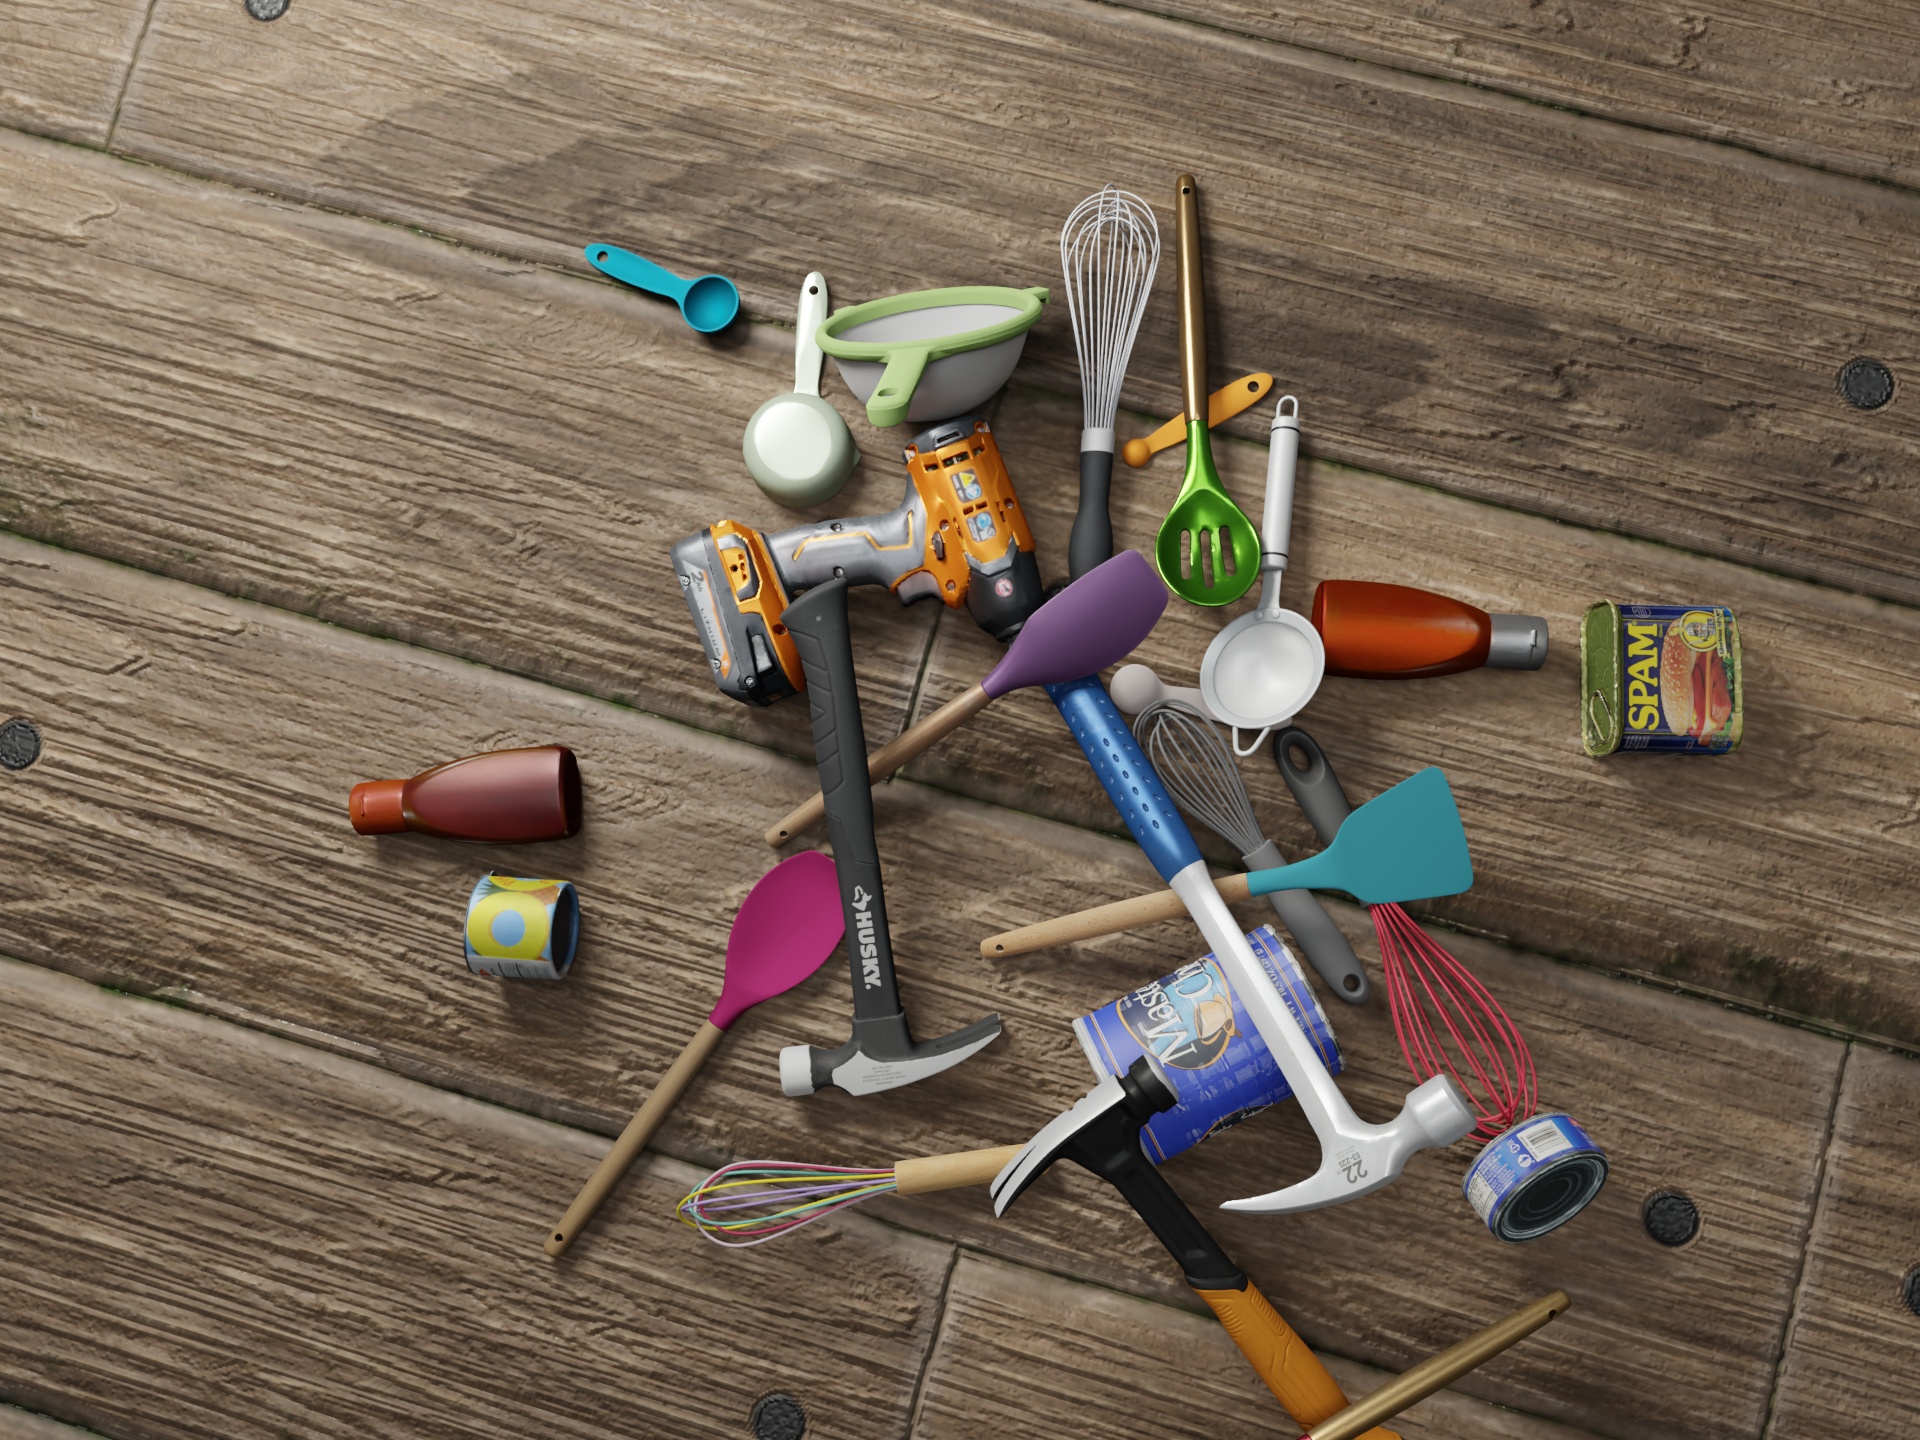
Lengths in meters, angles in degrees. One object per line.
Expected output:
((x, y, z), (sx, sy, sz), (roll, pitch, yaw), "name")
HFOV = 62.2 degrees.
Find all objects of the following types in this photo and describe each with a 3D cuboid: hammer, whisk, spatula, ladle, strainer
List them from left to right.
((-0.063, 0.076, 1.018), (0.146, 0.035, 0.334), (-7, 100, 0), "hammer")
((-0.063, 0.304, 1.040), (0.245, 0.051, 0.047), (-8, 105, -2), "whisk")
((-0.024, -0.212, 1.011), (0.151, 0.256, 0.069), (-3, 119, 10), "strainer")
((-0.002, -0.003, 1.039), (0.316, 0.018, 0.059), (-34, 105, 14), "spatula")
((0.096, -0.220, 1.079), (0.070, 0.070, 0.284), (4, 89, 4), "whisk")
((0.137, 0.104, 0.965), (0.144, 0.035, 0.406), (-36, 57, 13), "hammer")
((0.163, 0.110, 1.022), (0.317, 0.044, 0.082), (-16, 97, 18), "spatula")
((0.162, 0.360, 0.965), (0.127, 0.034, 0.336), (-38, 104, 2), "hammer")
((0.193, 0.088, 1.043), (0.055, 0.055, 0.239), (-36, 88, -1), "whisk")
((0.210, -0.097, 1.062), (0.087, 0.050, 0.258), (0, 76, 34), "strainer")
((0.234, 0.424, 0.958), (0.315, 0.031, 0.069), (-25, 102, -9), "ladle")
((0.281, 0.134, 1.029), (0.073, 0.073, 0.296), (-27, 77, 0), "whisk")

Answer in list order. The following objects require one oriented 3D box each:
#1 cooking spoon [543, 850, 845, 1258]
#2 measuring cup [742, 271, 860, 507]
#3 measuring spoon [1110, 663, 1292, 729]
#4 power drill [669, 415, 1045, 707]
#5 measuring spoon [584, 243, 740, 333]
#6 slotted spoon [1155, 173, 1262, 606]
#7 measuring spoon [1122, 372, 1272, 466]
((-0.178, 0.224, 1.062), (0.069, 0.017, 0.319), (36, 86, 7), "cooking spoon")
((-0.109, -0.232, 1.095), (0.083, 0.038, 0.167), (4, 86, 4), "measuring cup")
((0.162, -0.013, 1.068), (0.124, 0.018, 0.034), (12, 85, 4), "measuring spoon")
((-0.059, -0.087, 1.054), (0.226, 0.084, 0.164), (-21, 83, 1), "power drill")
((-0.210, -0.307, 1.124), (0.129, 0.021, 0.042), (27, 87, 15), "measuring spoon")
((0.161, -0.225, 1.078), (0.070, 0.031, 0.314), (-2, 78, 5), "slotted spoon")
((0.163, -0.208, 1.091), (0.117, 0.011, 0.021), (-29, 83, 0), "measuring spoon")
